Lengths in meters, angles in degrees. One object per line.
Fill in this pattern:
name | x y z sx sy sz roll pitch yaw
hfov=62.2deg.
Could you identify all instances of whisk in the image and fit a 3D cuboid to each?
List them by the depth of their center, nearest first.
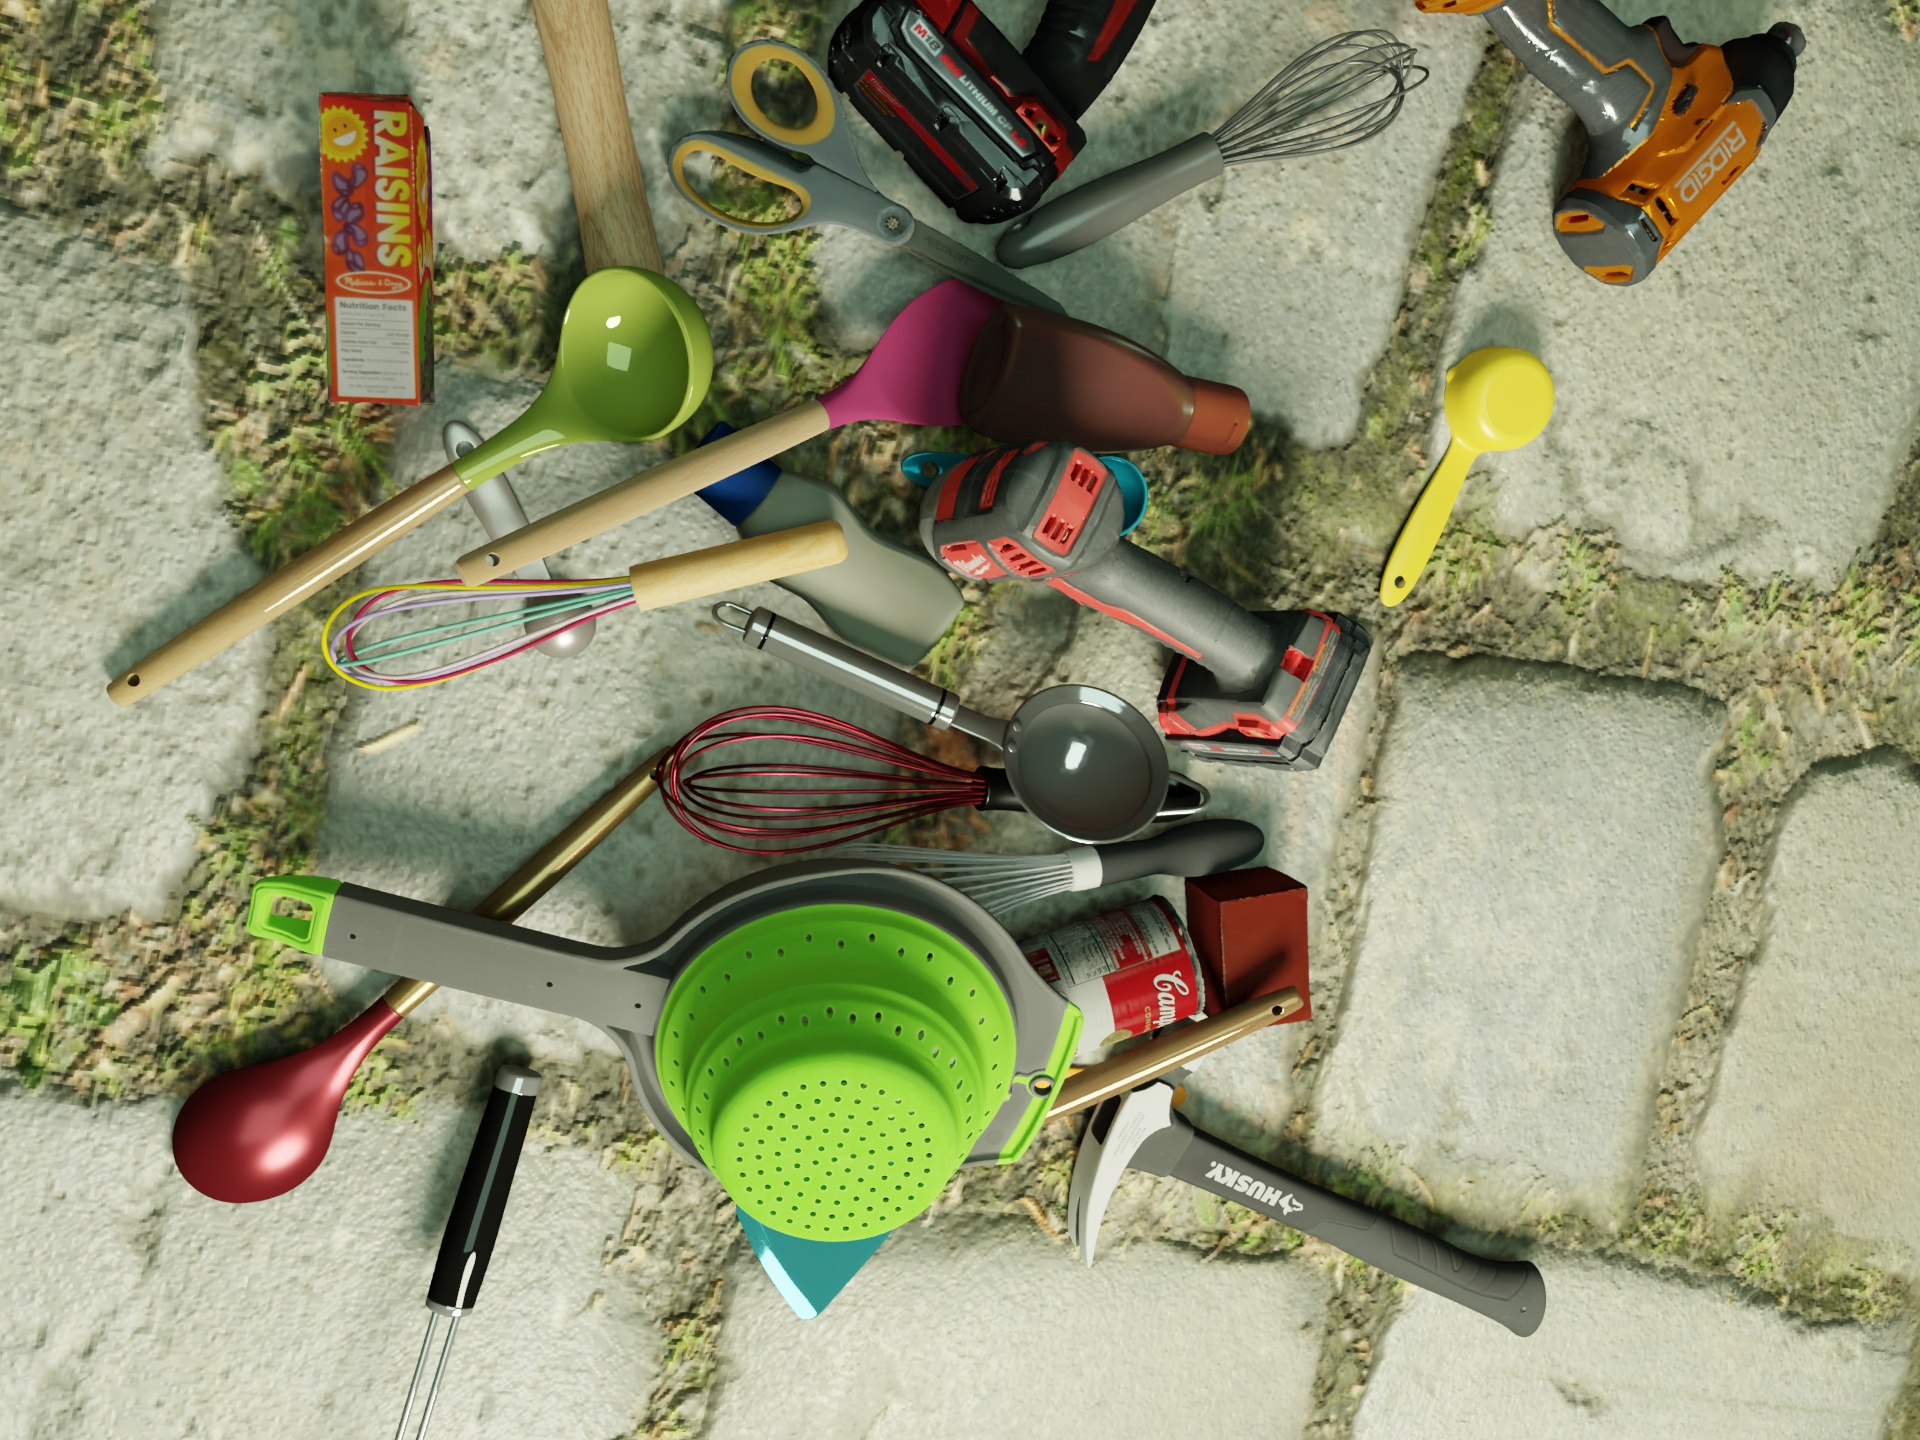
whisk | -0.173 -0.059 0.736 0.245 0.051 0.047 -14 93 -4
whisk | 0.126 -0.281 0.794 0.239 0.055 0.055 -27 106 -4
whisk | -0.008 0.033 0.812 0.295 0.073 0.073 3 100 -21
whisk | 0.033 0.082 0.837 0.284 0.070 0.070 -8 103 -19

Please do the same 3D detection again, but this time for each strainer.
strainer | -0.001 -0.002 0.776 0.258 0.050 0.087 24 59 -11

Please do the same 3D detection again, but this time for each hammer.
hammer | -0.184 -0.359 0.703 0.130 0.031 0.331 -12 104 -13
hammer | 0.214 0.296 0.931 0.334 0.035 0.146 28 97 -20

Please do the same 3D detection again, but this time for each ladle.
ladle | -0.251 -0.098 0.716 0.320 0.062 0.078 -33 88 -1
ladle | -0.257 0.122 0.780 0.315 0.031 0.069 -43 108 -6

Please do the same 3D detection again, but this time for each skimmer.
skimmer | -0.280 0.349 0.815 0.127 0.090 0.363 17 85 -15

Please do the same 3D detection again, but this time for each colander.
colander | -0.135 0.152 0.734 0.397 0.095 0.204 16 114 -11

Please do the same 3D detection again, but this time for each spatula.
spatula | 0.038 0.216 0.846 0.317 0.044 0.082 -26 102 6

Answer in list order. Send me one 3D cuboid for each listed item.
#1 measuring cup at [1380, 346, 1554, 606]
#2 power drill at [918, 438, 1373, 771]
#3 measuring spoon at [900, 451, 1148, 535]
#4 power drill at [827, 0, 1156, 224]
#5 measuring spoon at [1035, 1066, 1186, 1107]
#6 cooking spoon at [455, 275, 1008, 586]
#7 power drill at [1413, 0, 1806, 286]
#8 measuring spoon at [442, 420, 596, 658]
measuring cup | 0.274 -0.132 0.870 0.062 0.029 0.156 26 91 -18
power drill | 0.080 -0.059 0.781 0.219 0.143 0.078 31 79 -24
measuring spoon | 0.032 -0.122 0.818 0.128 0.021 0.042 8 97 -7
power drill | 0.038 -0.369 0.740 0.187 0.080 0.227 43 85 -18
measuring spoon | 0.075 0.206 0.891 0.117 0.011 0.021 11 97 -17
cooking spoon | -0.087 -0.134 0.744 0.319 0.017 0.068 -29 106 -24
power drill | 0.338 -0.363 0.820 0.164 0.084 0.226 -46 112 -3
measuring spoon | -0.212 -0.085 0.755 0.034 0.018 0.124 -28 106 -8
